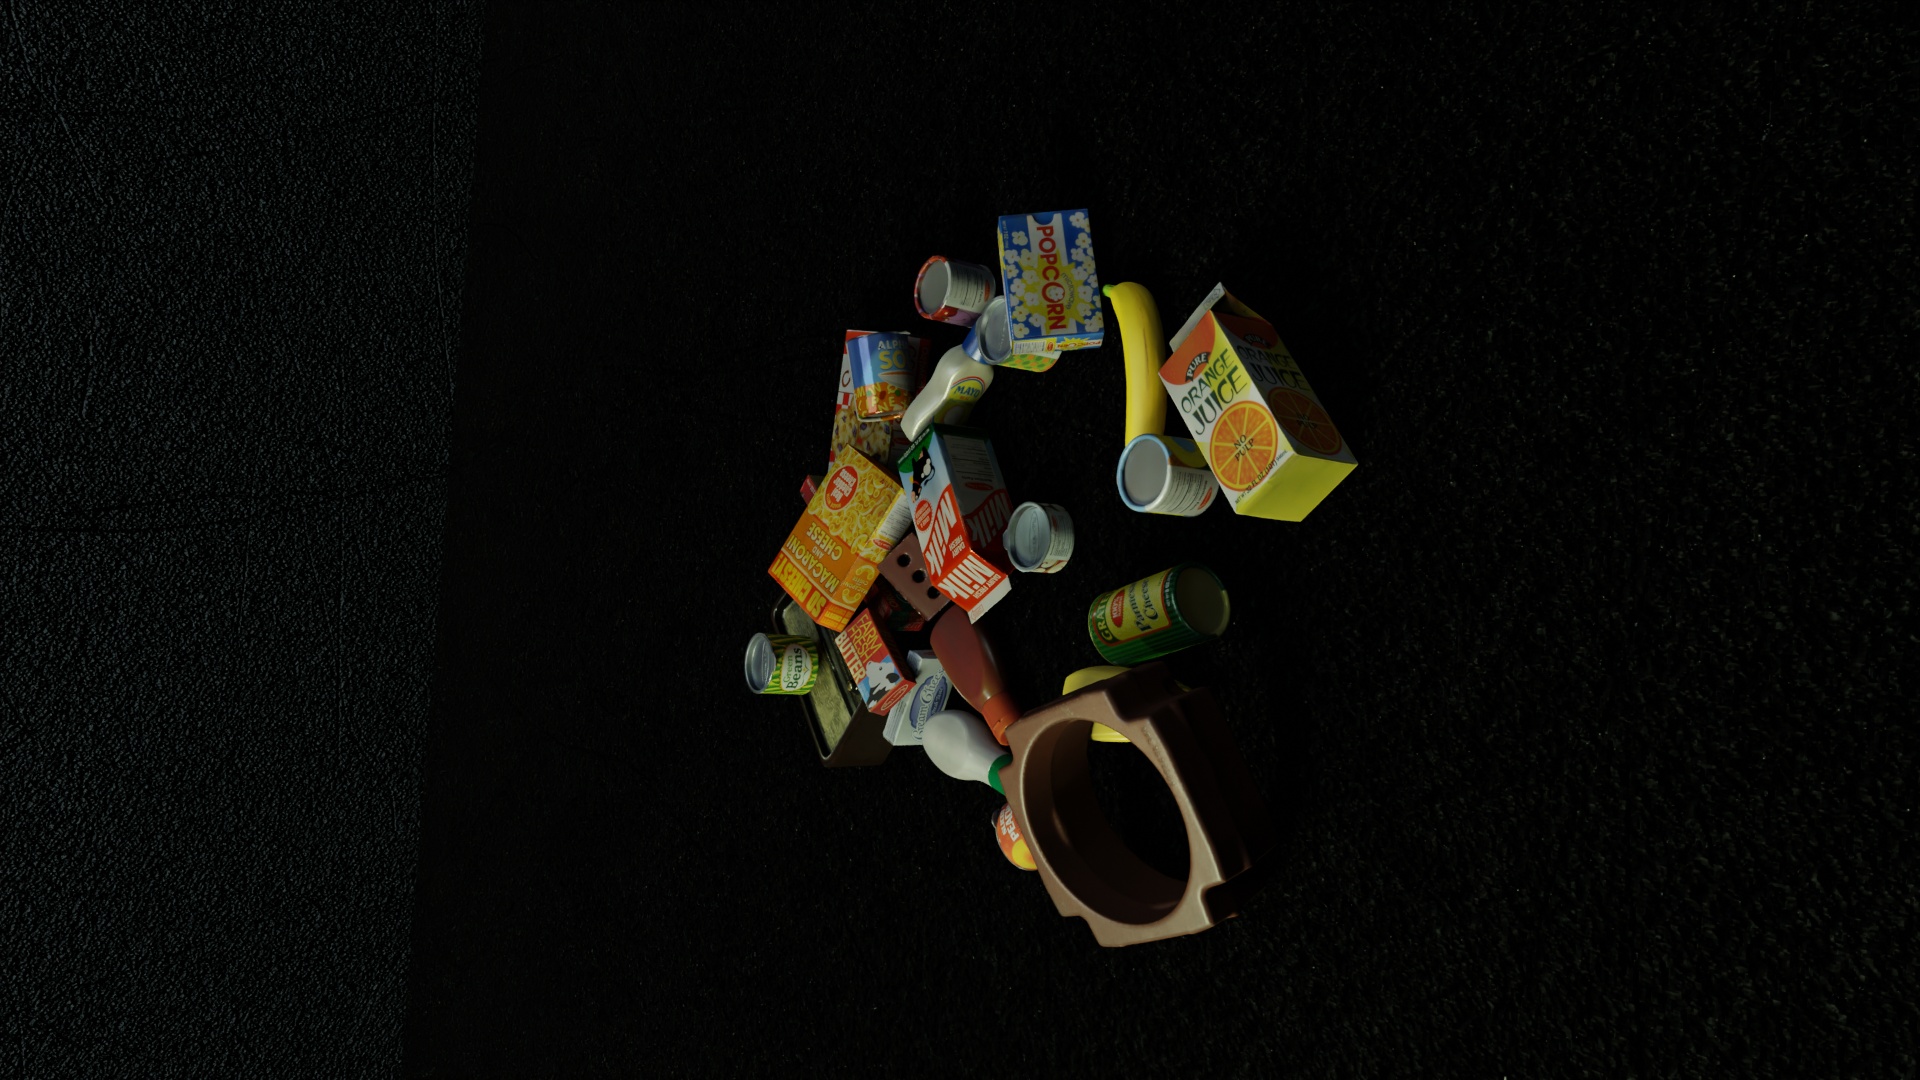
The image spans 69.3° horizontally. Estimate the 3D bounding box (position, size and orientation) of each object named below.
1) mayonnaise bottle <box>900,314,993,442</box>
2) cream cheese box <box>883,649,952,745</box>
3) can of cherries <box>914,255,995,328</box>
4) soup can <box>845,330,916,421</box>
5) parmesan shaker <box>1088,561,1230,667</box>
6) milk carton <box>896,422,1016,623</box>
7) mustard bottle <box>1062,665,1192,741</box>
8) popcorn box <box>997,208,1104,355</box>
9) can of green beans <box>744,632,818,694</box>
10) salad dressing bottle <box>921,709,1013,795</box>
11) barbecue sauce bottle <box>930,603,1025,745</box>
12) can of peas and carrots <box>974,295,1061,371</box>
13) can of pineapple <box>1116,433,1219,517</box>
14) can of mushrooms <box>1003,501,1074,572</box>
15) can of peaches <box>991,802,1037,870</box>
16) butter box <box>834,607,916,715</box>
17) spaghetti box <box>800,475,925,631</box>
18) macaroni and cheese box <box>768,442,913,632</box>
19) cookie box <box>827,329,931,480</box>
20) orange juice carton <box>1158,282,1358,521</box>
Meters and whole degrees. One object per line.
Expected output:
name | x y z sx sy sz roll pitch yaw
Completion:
mayonnaise bottle | -0.001 -0.161 1.412 0.147 0.065 0.041 -56 46 29
cream cheese box | -0.040 0.161 1.429 0.024 0.053 0.103 37 116 48
can of cherries | -0.008 -0.256 1.434 0.071 0.058 0.071 -9 78 53
soup can | -0.080 -0.172 1.457 0.071 0.071 0.084 -13 85 53
parmesan shaker | 0.164 0.059 1.149 0.102 0.071 0.071 -27 64 49
milk carton | 0.005 -0.017 1.373 0.072 0.073 0.191 -45 51 41
mustard bottle | 0.153 0.140 1.169 0.160 0.049 0.065 -3 87 53
popcorn box | 0.082 -0.238 1.280 0.038 0.085 0.127 92 173 -75
can of green beans | -0.196 0.135 1.520 0.071 0.058 0.071 -12 75 53
salad dressing bottle | 0.020 0.211 1.349 0.148 0.044 0.064 24 104 52
barbecue sauce bottle | 0.022 0.133 1.356 0.064 0.044 0.149 -56 45 28
can of peas and carrots | 0.057 -0.198 1.336 0.071 0.059 0.071 -11 77 54
can of pineapple | 0.172 -0.055 1.159 0.071 0.058 0.071 -10 78 54
can of mushrooms | 0.074 -0.003 1.309 0.071 0.033 0.071 -8 80 53
can of peaches | 0.073 0.255 1.246 0.057 0.071 0.071 -37 57 45
butter box | -0.088 0.123 1.418 0.053 0.024 0.104 -45 49 16
spaghetti box | -0.110 0.011 1.549 0.251 0.050 0.028 55 130 42
macaroni and cheese box | -0.122 -0.004 1.473 0.166 0.040 0.124 -58 42 6
cookie box | -0.091 -0.149 1.552 0.123 0.040 0.167 15 98 53
orange juice carton | 0.221 -0.112 1.085 0.071 0.073 0.193 -52 46 38
